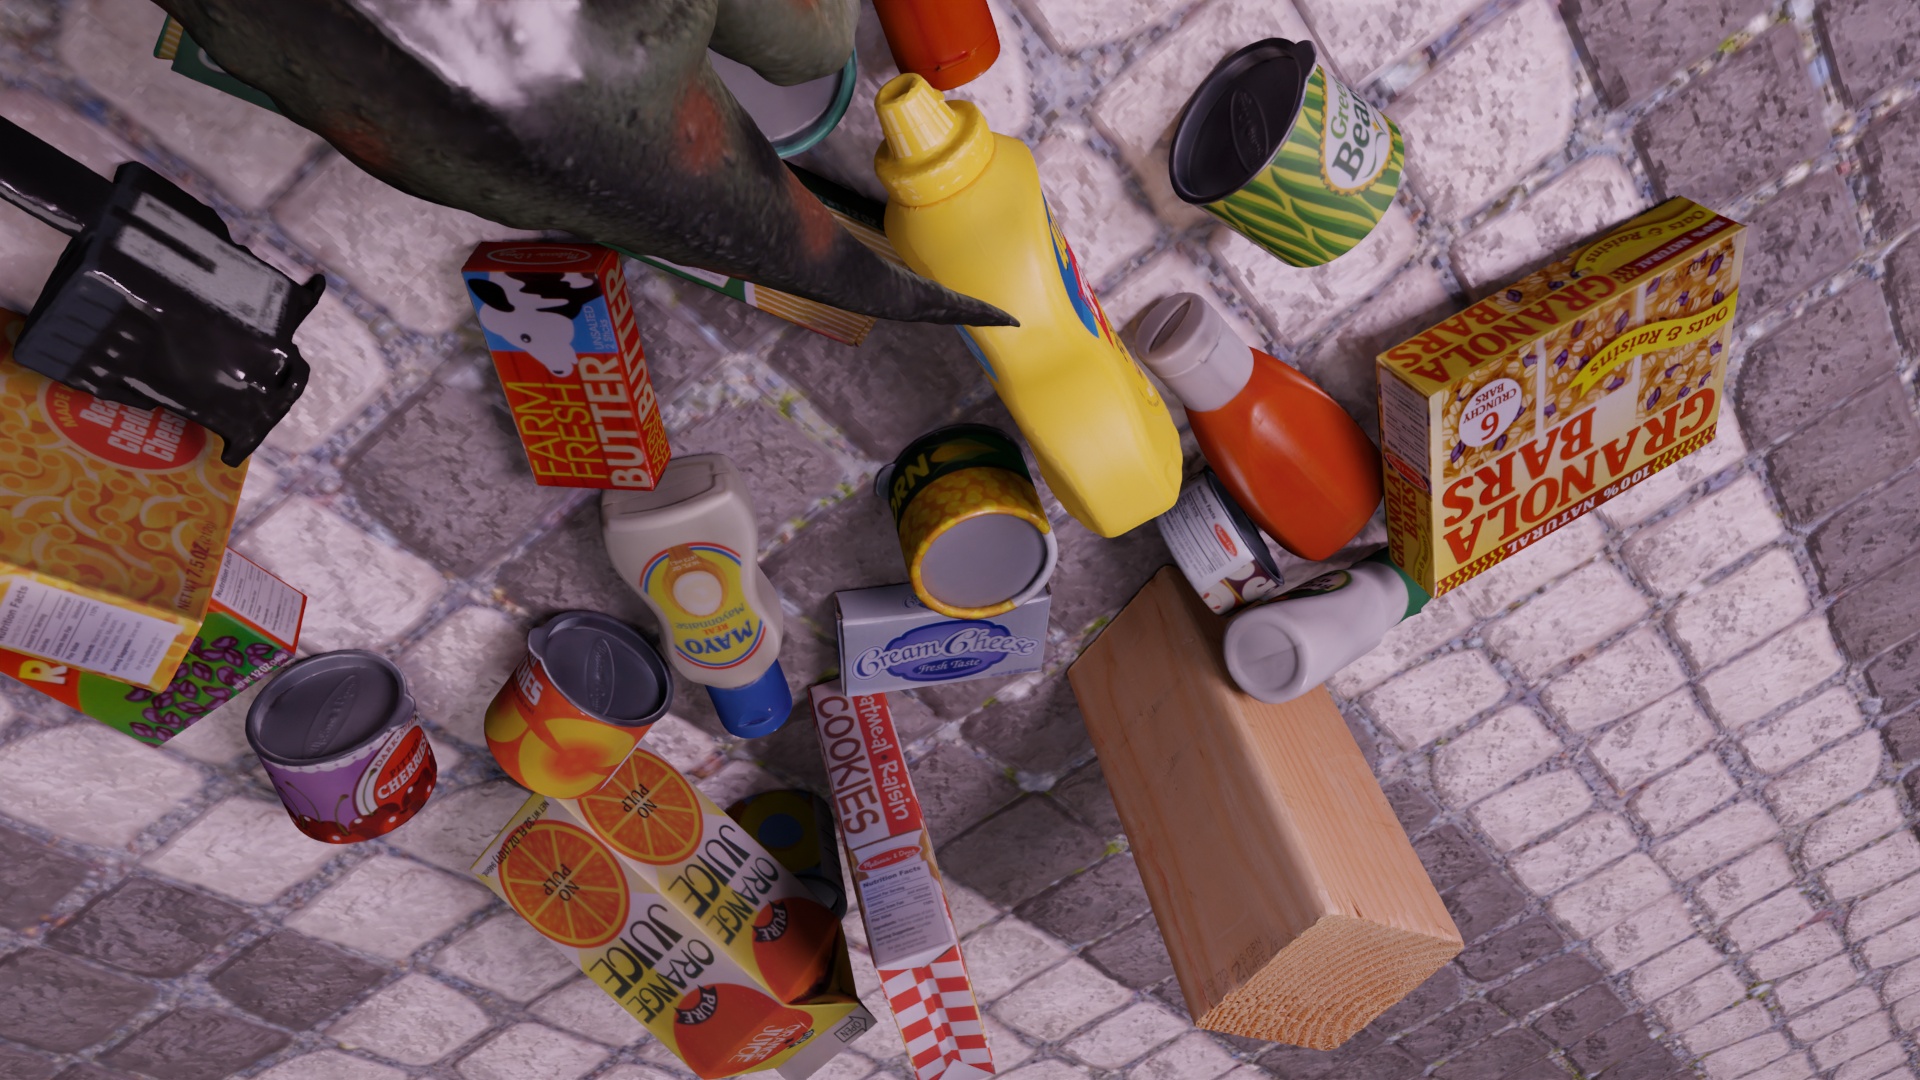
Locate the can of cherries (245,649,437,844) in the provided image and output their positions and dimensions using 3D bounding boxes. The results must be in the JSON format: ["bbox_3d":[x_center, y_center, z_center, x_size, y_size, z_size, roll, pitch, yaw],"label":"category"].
[{"bbox_3d":[-0.271,0.093,0.618,0.071,0.072,0.058,-8,132,-9],"label":"can of cherries"}]

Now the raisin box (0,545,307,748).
[{"bbox_3d":[-0.344,0.023,0.557,0.086,0.040,0.123,-31,133,14],"label":"raisin box"}]

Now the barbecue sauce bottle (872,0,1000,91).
[{"bbox_3d":[-0.026,-0.213,0.432,0.065,0.044,0.148,-21,133,4],"label":"barbecue sauce bottle"}]

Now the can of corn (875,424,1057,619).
[{"bbox_3d":[0.002,-0.008,0.611,0.071,0.058,0.070,-8,132,-9],"label":"can of corn"}]

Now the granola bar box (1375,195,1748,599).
[{"bbox_3d":[0.267,-0.063,0.623,0.166,0.039,0.123,-28,132,-10],"label":"granola bar box"}]

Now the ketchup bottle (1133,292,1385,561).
[{"bbox_3d":[0.133,-0.052,0.615,0.148,0.043,0.065,38,89,-37],"label":"ketchup bottle"}]

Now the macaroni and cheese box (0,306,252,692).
[{"bbox_3d":[-0.331,-0.028,0.456,0.166,0.124,0.040,25,120,-31],"label":"macaroni and cheese box"}]

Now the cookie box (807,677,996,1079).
[{"bbox_3d":[-0.031,0.163,0.680,0.040,0.168,0.122,-17,133,-4],"label":"cookie box"}]

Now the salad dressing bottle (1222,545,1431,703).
[{"bbox_3d":[0.181,0.035,0.664,0.064,0.044,0.148,-28,174,43],"label":"salad dressing bottle"}]

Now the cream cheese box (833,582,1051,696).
[{"bbox_3d":[-0.009,0.045,0.678,0.104,0.024,0.053,-7,132,-10],"label":"cream cheese box"}]

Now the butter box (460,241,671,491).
[{"bbox_3d":[-0.149,-0.065,0.533,0.053,0.024,0.103,2,132,8],"label":"butter box"}]

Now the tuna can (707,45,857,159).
[{"bbox_3d":[-0.069,-0.163,0.471,0.071,0.033,0.070,-8,132,-9],"label":"tuna can"}]

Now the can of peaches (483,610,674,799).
[{"bbox_3d":[-0.176,0.074,0.630,0.071,0.071,0.058,23,122,-31],"label":"can of peaches"}]

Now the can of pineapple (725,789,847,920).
[{"bbox_3d":[-0.099,0.177,0.748,0.071,0.058,0.070,-8,132,-9],"label":"can of pineapple"}]

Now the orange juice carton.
[{"bbox_3d":[-0.131,0.186,0.673,0.192,0.073,0.071,43,115,-1],"label":"orange juice carton"}]

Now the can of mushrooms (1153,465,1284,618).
[{"bbox_3d":[0.120,0.002,0.648,0.033,0.071,0.071,-34,131,16],"label":"can of mushrooms"}]

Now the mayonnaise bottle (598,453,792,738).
[{"bbox_3d":[-0.111,0.030,0.625,0.065,0.041,0.147,-16,132,-3],"label":"mayonnaise bottle"}]

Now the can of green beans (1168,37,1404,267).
[{"bbox_3d":[0.122,-0.143,0.518,0.058,0.071,0.071,23,122,-31],"label":"can of green beans"}]

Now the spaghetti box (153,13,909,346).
[{"bbox_3d":[-0.133,-0.135,0.481,0.250,0.029,0.050,19,123,-29],"label":"spaghetti box"}]
